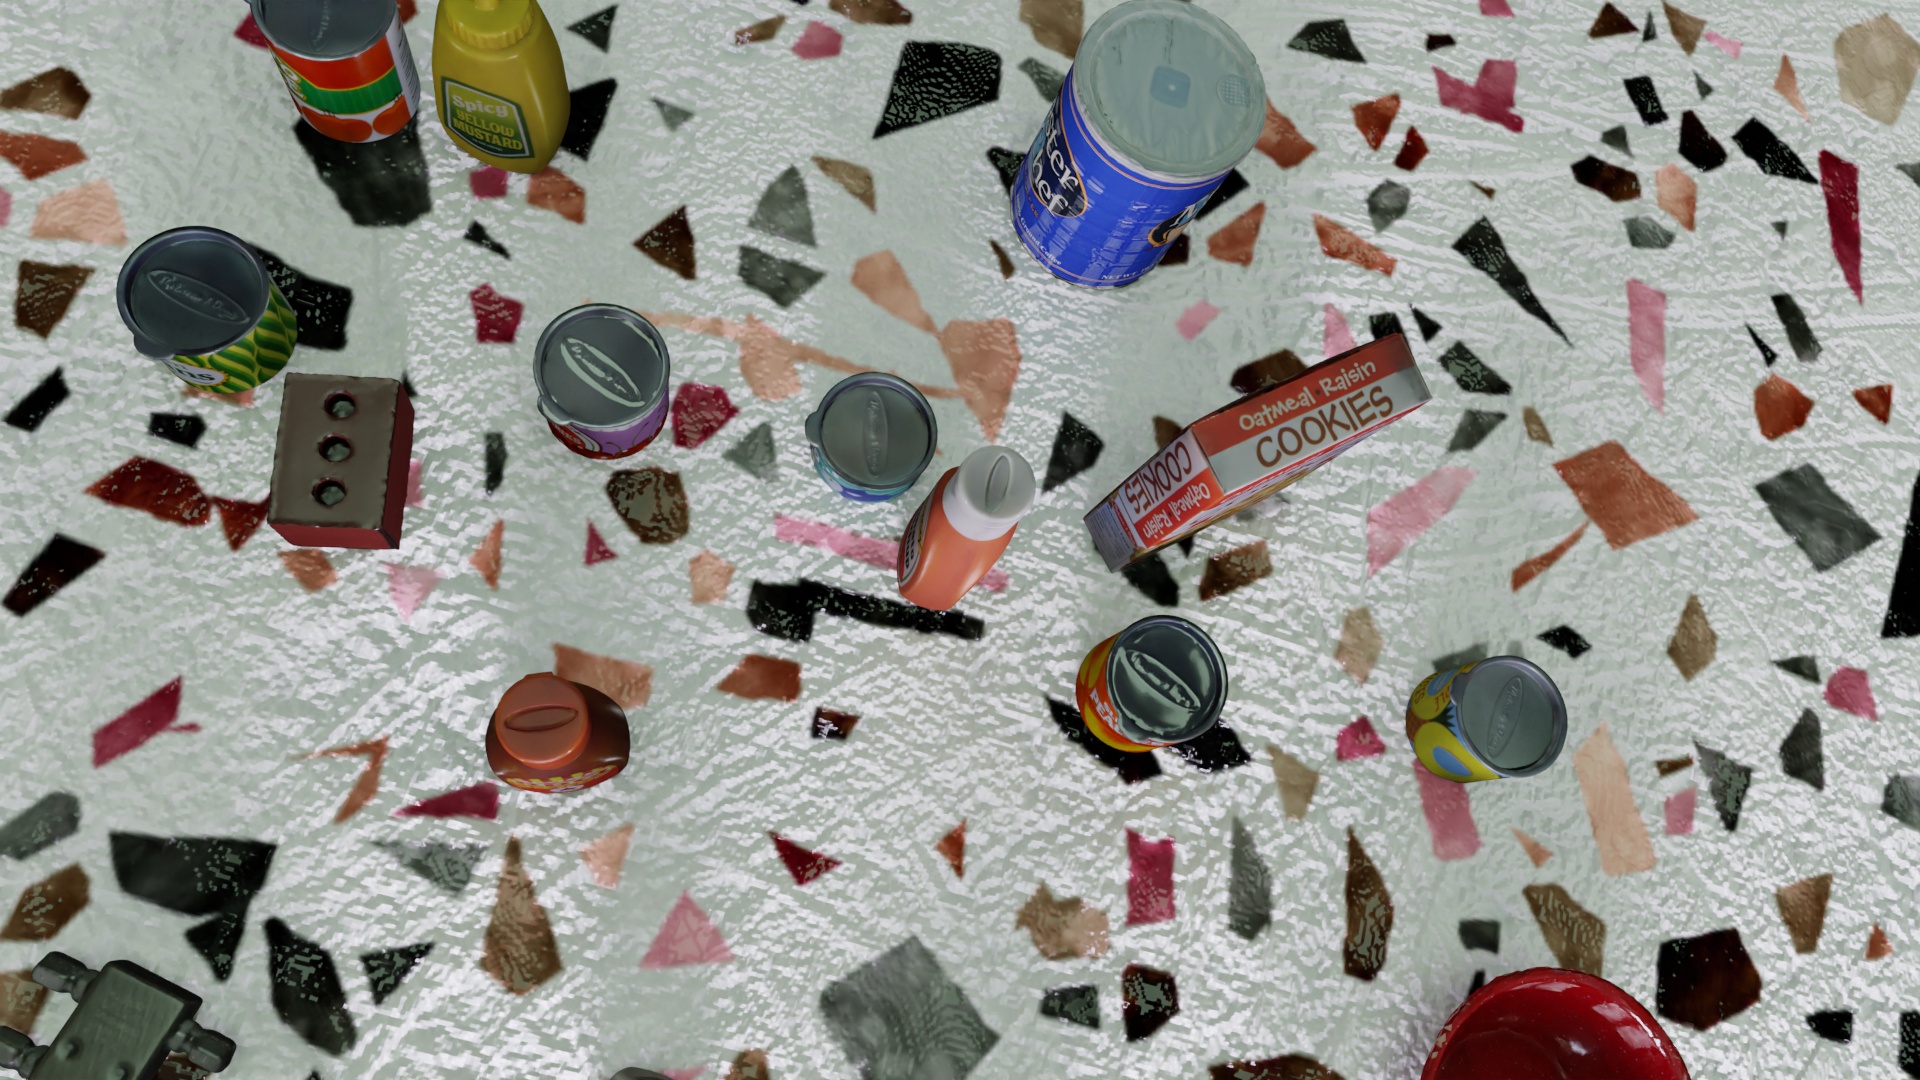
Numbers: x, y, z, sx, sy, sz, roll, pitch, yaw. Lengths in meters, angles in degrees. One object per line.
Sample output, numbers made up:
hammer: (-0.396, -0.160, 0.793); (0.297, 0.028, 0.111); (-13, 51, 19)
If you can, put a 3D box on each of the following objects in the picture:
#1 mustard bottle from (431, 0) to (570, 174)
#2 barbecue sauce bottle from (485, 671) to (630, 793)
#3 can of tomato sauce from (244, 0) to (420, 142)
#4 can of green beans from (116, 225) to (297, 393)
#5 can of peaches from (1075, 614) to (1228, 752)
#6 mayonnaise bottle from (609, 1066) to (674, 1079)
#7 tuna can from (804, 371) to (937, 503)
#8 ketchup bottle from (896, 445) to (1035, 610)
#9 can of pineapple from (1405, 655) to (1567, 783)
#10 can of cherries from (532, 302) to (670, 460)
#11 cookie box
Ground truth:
mustard bottle: (-0.231, -0.240, 0.690); (0.065, 0.159, 0.049); (17, 73, -8)
barbecue sauce bottle: (-0.182, 0.087, 0.623); (0.065, 0.148, 0.044); (-6, 78, -14)
can of tomato sauce: (-0.321, -0.254, 0.714); (0.071, 0.083, 0.071); (3, 76, -12)
can of green beans: (-0.367, -0.112, 0.681); (0.071, 0.057, 0.071); (3, 76, -12)
can of peaches: (0.098, 0.079, 0.734); (0.071, 0.058, 0.071); (3, 76, -12)
mayonnaise bottle: (-0.128, 0.260, 0.590); (0.065, 0.147, 0.041); (32, 72, -3)
tuna can: (-0.050, -0.055, 0.749); (0.071, 0.032, 0.071); (3, 75, -12)
ketchup bottle: (0.002, -0.009, 0.688); (0.043, 0.148, 0.065); (17, 74, -8)
can of pineapple: (0.289, 0.099, 0.771); (0.071, 0.057, 0.071); (3, 76, -12)
can of cherries: (-0.185, -0.079, 0.712); (0.071, 0.058, 0.071); (3, 76, -12)
cookie box: (0.146, -0.042, 0.718); (0.123, 0.167, 0.040); (-25, 83, -17)
